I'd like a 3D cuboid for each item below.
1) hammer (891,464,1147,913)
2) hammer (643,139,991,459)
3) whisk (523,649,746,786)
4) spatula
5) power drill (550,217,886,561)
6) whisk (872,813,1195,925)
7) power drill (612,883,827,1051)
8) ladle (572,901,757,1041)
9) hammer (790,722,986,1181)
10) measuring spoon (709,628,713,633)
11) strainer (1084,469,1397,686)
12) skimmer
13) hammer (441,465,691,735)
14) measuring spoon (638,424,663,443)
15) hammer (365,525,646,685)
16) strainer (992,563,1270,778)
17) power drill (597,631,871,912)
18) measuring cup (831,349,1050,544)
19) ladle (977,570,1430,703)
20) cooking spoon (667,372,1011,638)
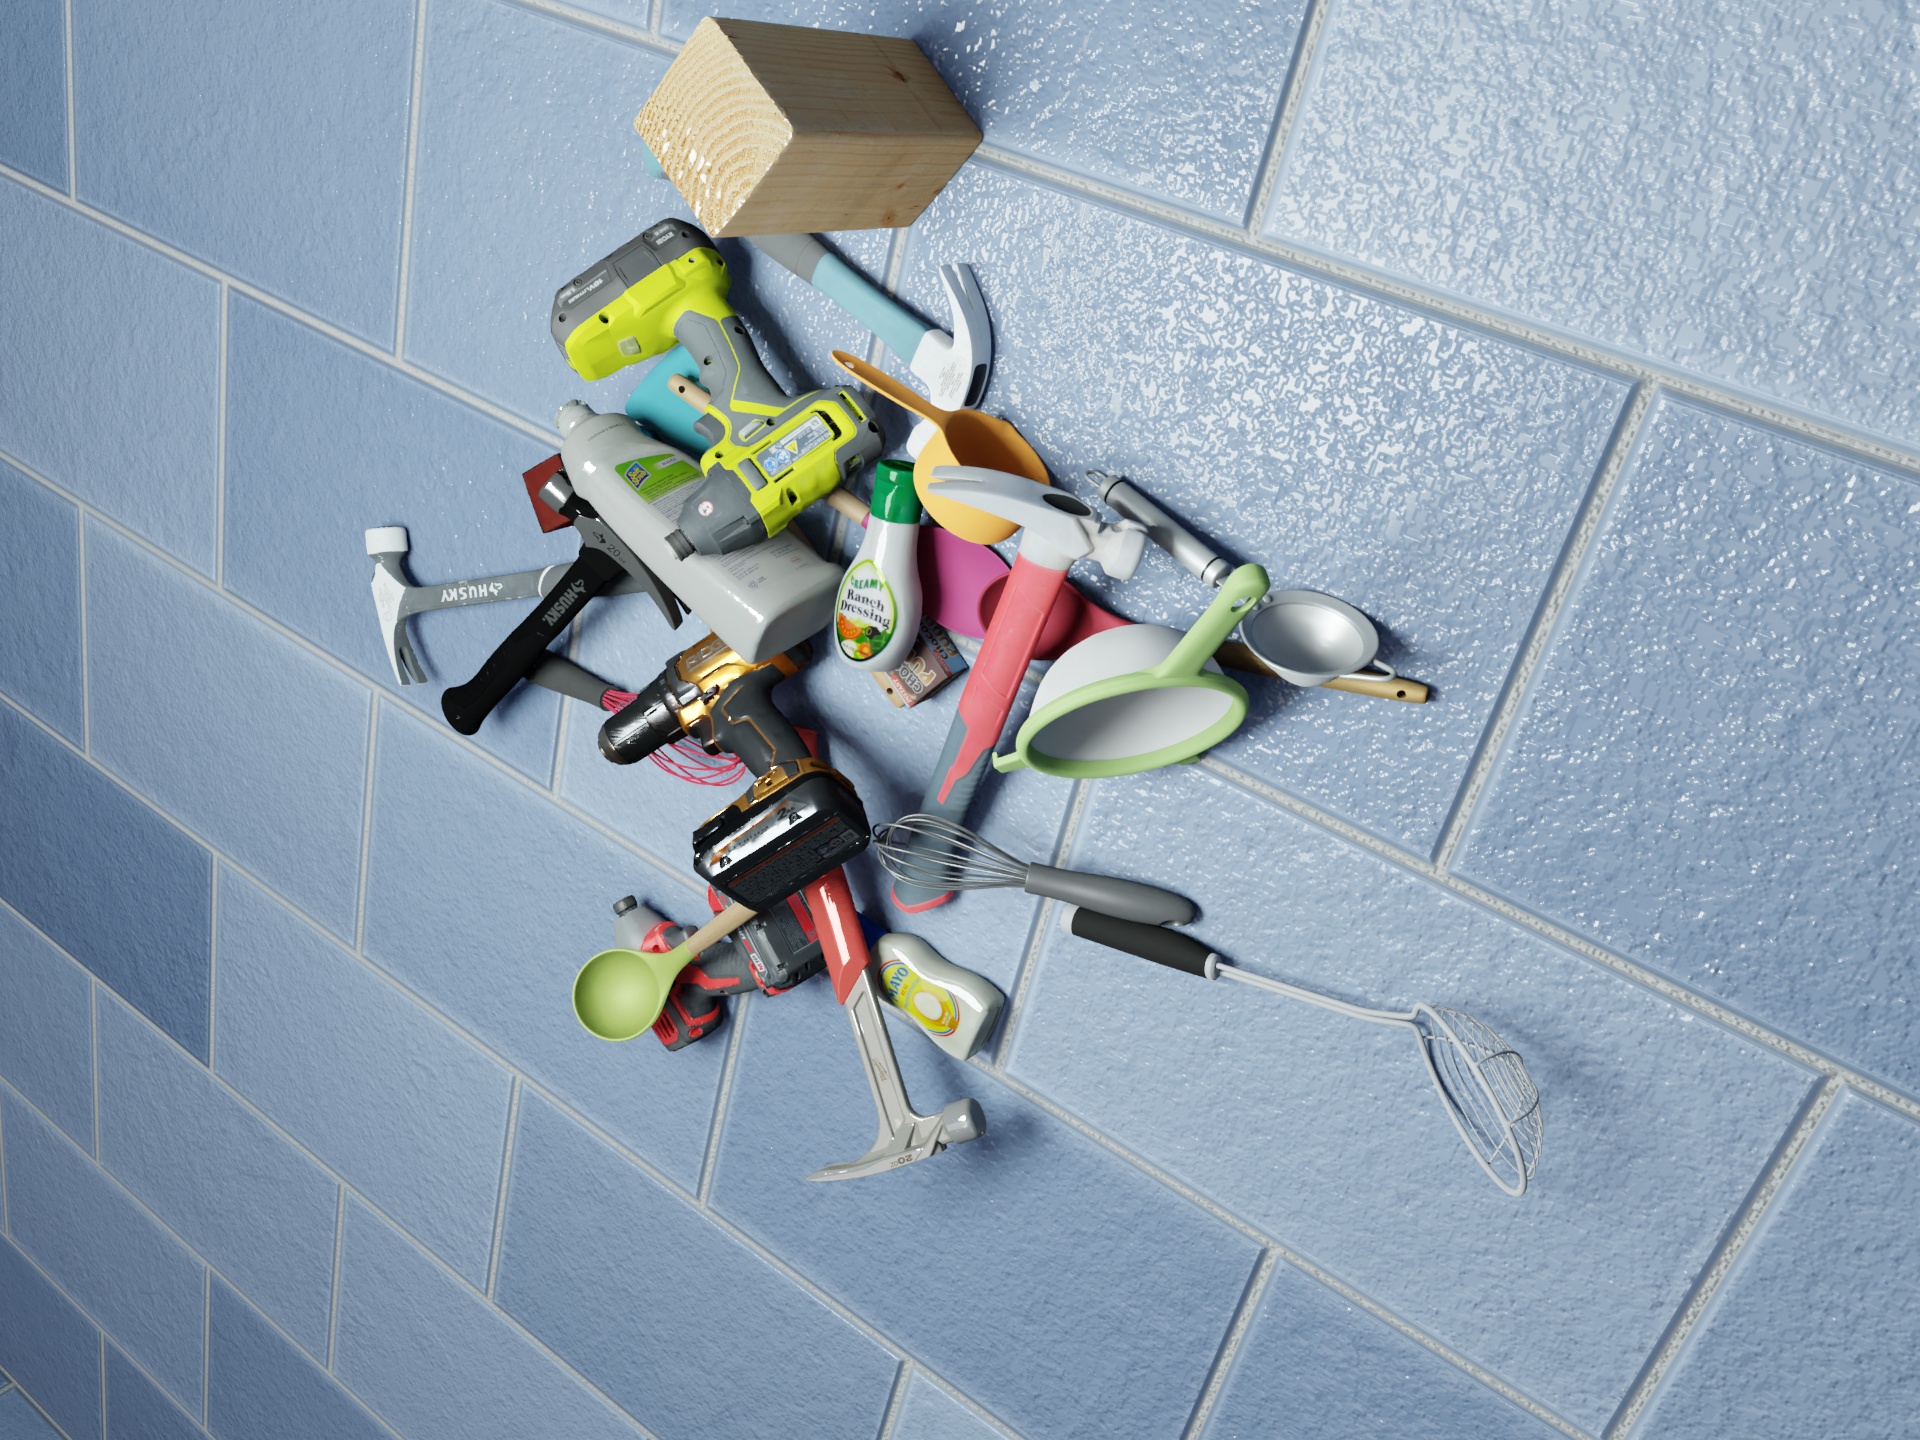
[{"bbox_3d":[-0.002,-0.004,1.122,0.143,0.038,0.386,19,130,-3],"label":"hammer"},{"bbox_3d":[-0.109,-0.329,1.137,0.331,0.033,0.128,41,125,16],"label":"hammer"},{"bbox_3d":[-0.286,-0.012,1.354,0.296,0.073,0.073,22,117,34],"label":"whisk"},{"bbox_3d":[-0.137,-0.139,1.215,0.082,0.044,0.317,-38,84,32],"label":"spatula"},{"bbox_3d":[-0.185,-0.231,1.134,0.171,0.080,0.223,-37,78,-8],"label":"power drill"},{"bbox_3d":[0.050,0.110,1.135,0.239,0.055,0.055,13,114,7],"label":"whisk"},{"bbox_3d":[-0.214,0.190,1.362,0.219,0.078,0.143,-31,87,40],"label":"power drill"},{"bbox_3d":[-0.207,0.172,1.263,0.320,0.062,0.078,-37,75,38],"label":"ladle"},{"bbox_3d":[-0.101,0.173,1.248,0.149,0.036,0.359,-22,80,19],"label":"hammer"},{"bbox_3d":[-0.181,-0.112,1.273,0.021,0.011,0.116,39,124,17],"label":"measuring spoon"},{"bbox_3d":[0.170,-0.089,1.016,0.259,0.087,0.050,44,144,27],"label":"strainer"},{"bbox_3d":[0.212,0.206,1.066,0.363,0.090,0.127,15,145,32],"label":"skimmer"},{"bbox_3d":[-0.349,-0.070,1.326,0.146,0.035,0.334,42,134,-12],"label":"hammer"},{"bbox_3d":[-0.218,-0.194,1.272,0.128,0.021,0.042,35,122,9],"label":"measuring spoon"},{"bbox_3d":[-0.371,-0.113,1.379,0.409,0.036,0.149,-3,95,33],"label":"hammer"},{"bbox_3d":[0.120,-0.044,0.980,0.256,0.151,0.069,123,141,-58],"label":"strainer"},{"bbox_3d":[-0.177,0.032,1.192,0.185,0.084,0.226,-32,52,9],"label":"power drill"},{"bbox_3d":[-0.023,-0.183,1.069,0.173,0.095,0.052,31,129,-13],"label":"measuring cup"},{"bbox_3d":[0.154,-0.050,1.058,0.315,0.031,0.069,14,122,28],"label":"ladle"},{"bbox_3d":[-0.088,-0.163,1.165,0.319,0.017,0.068,36,114,9],"label":"cooking spoon"}]
